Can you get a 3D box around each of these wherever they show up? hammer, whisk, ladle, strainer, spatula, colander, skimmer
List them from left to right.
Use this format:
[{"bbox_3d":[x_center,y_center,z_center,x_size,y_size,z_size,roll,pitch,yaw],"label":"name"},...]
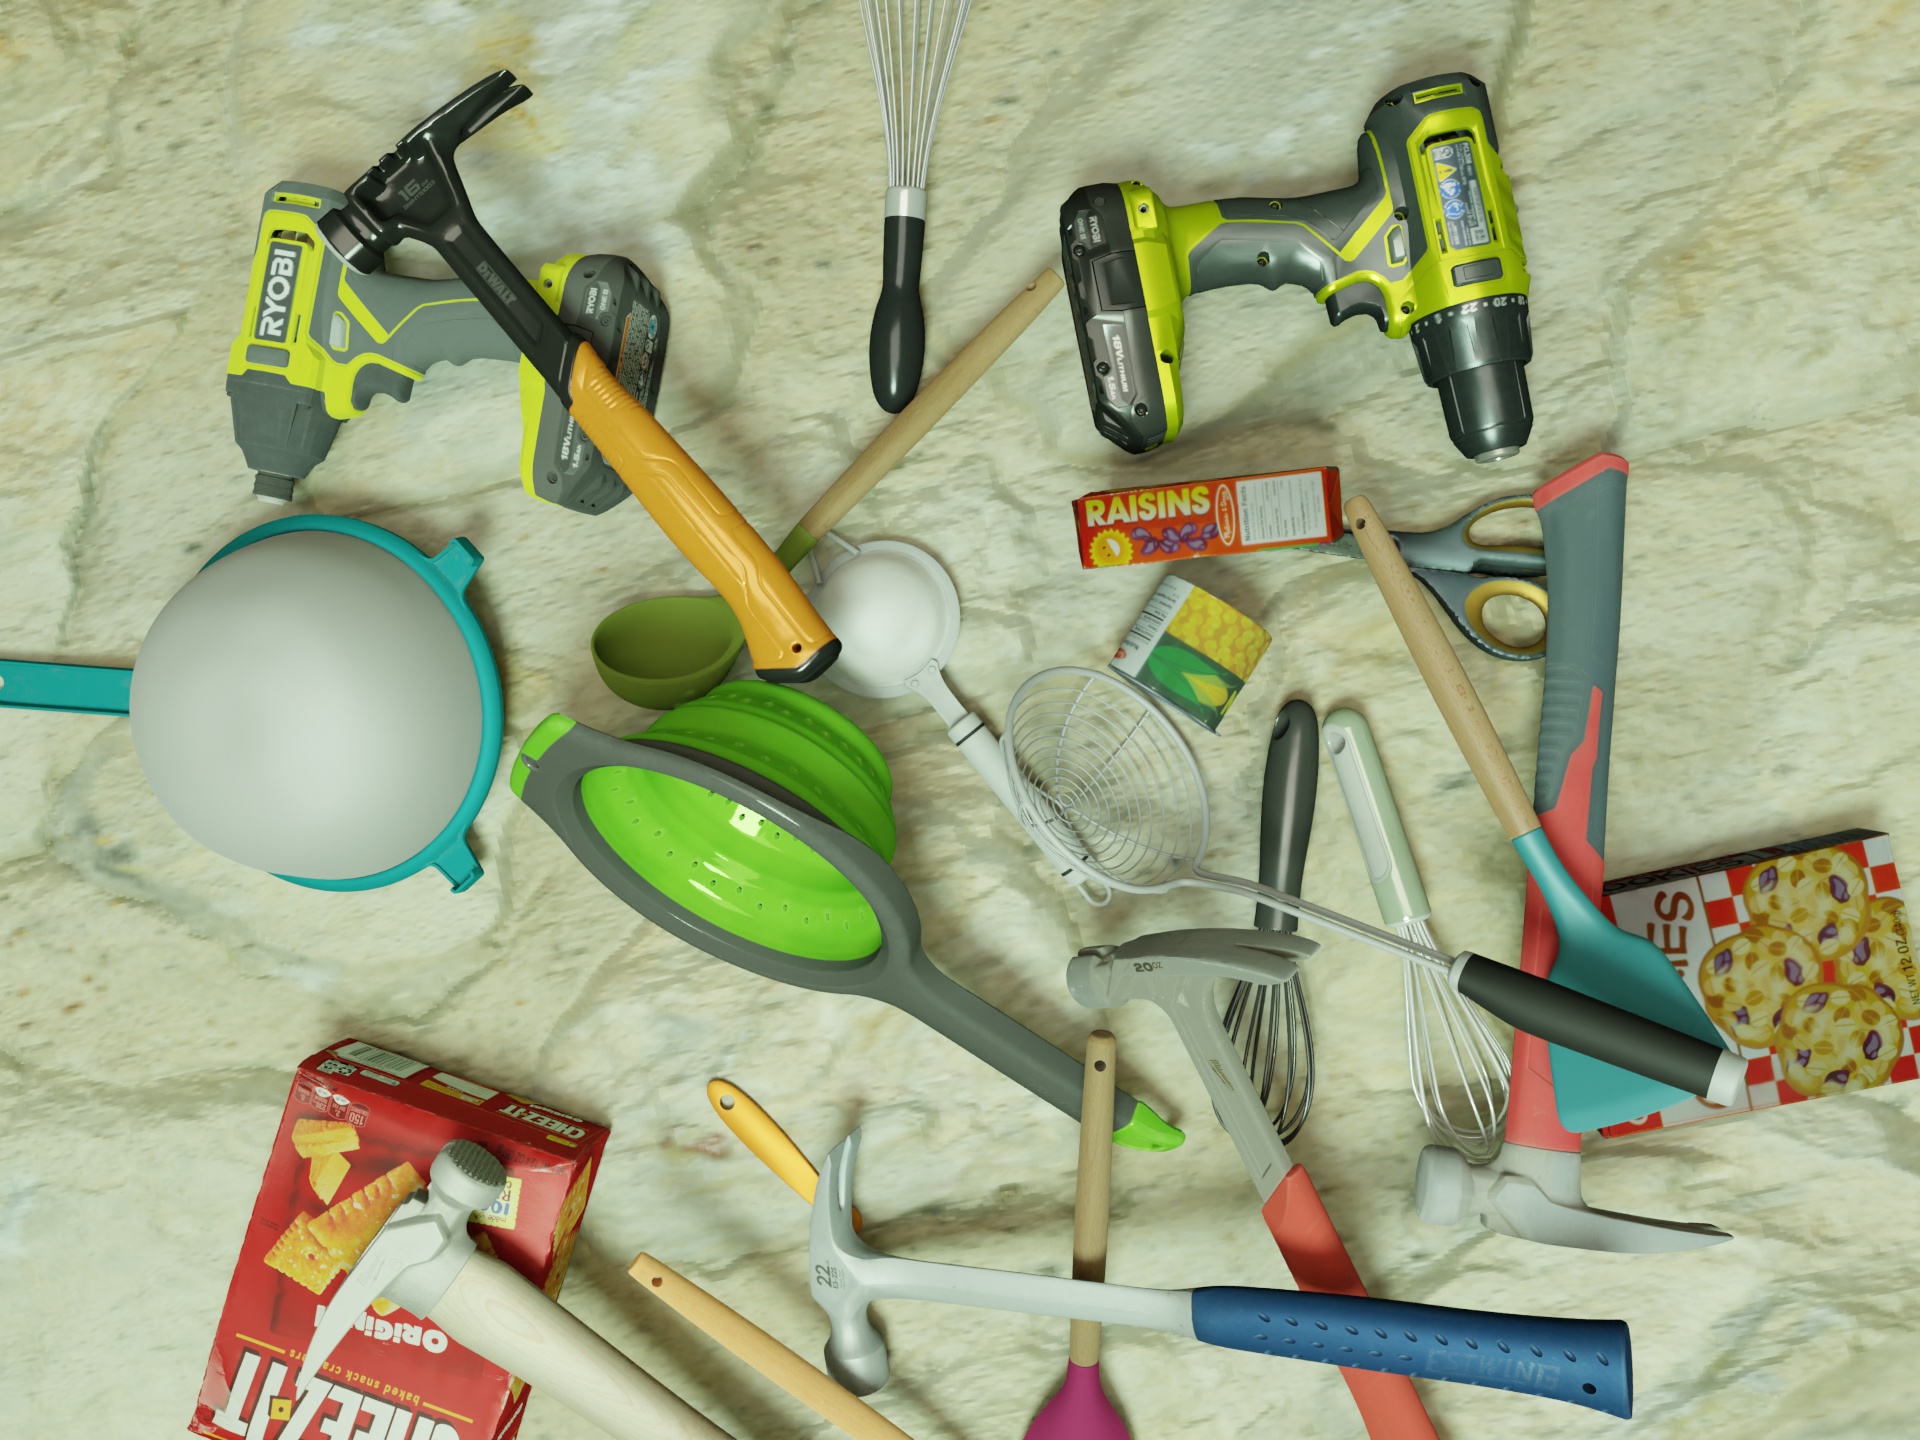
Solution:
[{"bbox_3d":[-0.422,-0.007,0.856,0.340,0.095,0.211,4,98,10],"label":"strainer"},{"bbox_3d":[-0.169,-0.159,0.787,0.127,0.034,0.337,-40,87,5],"label":"hammer"},{"bbox_3d":[-0.138,0.389,0.825,0.410,0.038,0.146,37,92,-8],"label":"hammer"},{"bbox_3d":[-0.069,-0.125,0.837,0.320,0.062,0.078,-45,46,7],"label":"ladle"},{"bbox_3d":[-0.037,0.372,0.815,0.322,0.041,0.081,38,85,-7],"label":"spatula"},{"bbox_3d":[-0.035,0.091,0.827,0.397,0.204,0.094,34,58,-11],"label":"colander"},{"bbox_3d":[-0.026,-0.307,0.846,0.070,0.070,0.284,4,96,6],"label":"whisk"},{"bbox_3d":[-0.001,-0.003,0.852,0.087,0.050,0.258,-39,90,4],"label":"strainer"},{"bbox_3d":[0.103,0.280,0.766,0.405,0.035,0.144,-3,101,26],"label":"hammer"},{"bbox_3d":[0.166,0.107,0.832,0.055,0.055,0.239,6,87,6],"label":"whisk"},{"bbox_3d":[0.180,0.261,0.782,0.037,0.149,0.359,-35,103,-36],"label":"hammer"},{"bbox_3d":[0.180,0.070,0.742,0.363,0.127,0.090,21,124,31],"label":"skimmer"},{"bbox_3d":[0.234,0.111,0.826,0.059,0.058,0.246,-14,83,-30],"label":"whisk"},{"bbox_3d":[0.254,0.030,0.753,0.082,0.044,0.318,-33,74,33],"label":"spatula"},{"bbox_3d":[0.315,0.060,0.784,0.143,0.038,0.386,6,84,7],"label":"hammer"}]

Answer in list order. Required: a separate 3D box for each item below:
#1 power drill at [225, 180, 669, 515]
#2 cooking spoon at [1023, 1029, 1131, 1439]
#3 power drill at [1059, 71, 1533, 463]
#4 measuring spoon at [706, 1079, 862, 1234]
[{"bbox_3d":[-0.284,-0.188,0.863,0.223,0.080,0.171,11,91,9],"label":"power drill"},{"bbox_3d":[0.065,0.308,0.823,0.069,0.017,0.318,3,105,6],"label":"cooking spoon"},{"bbox_3d":[0.176,-0.211,0.815,0.228,0.080,0.190,-11,89,3],"label":"power drill"},{"bbox_3d":[-0.098,0.242,0.875,0.021,0.011,0.117,-45,86,4],"label":"measuring spoon"}]
